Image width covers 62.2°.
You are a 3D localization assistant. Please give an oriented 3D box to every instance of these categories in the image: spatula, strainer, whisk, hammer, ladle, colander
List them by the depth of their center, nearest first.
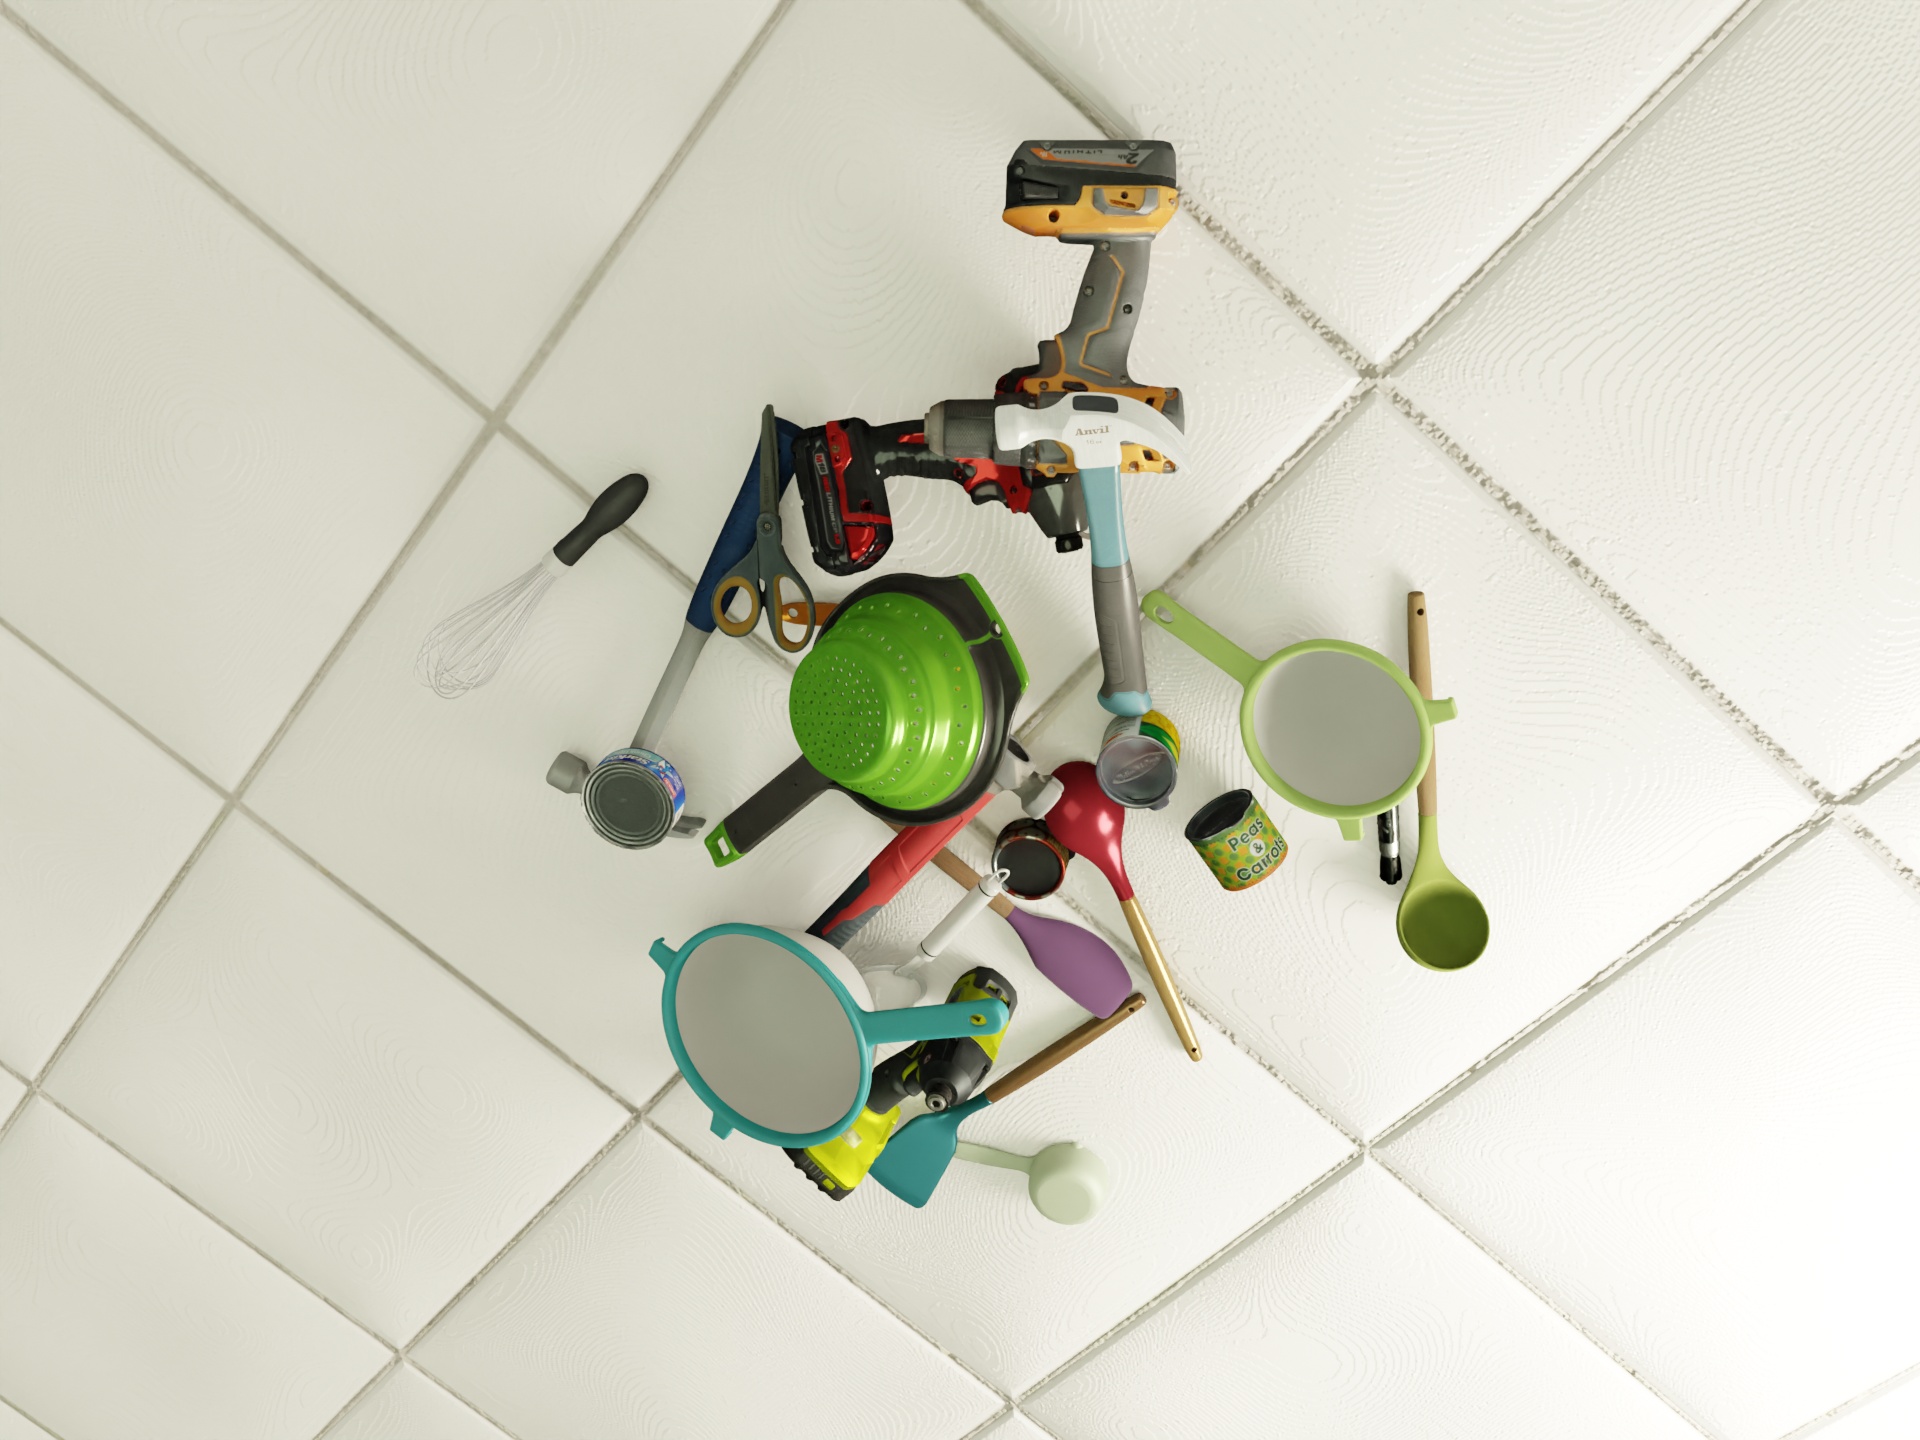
[{"bbox_3d":[0.110,-0.111,1.178,0.128,0.033,0.330,-4,142,8],"label":"hammer"},{"bbox_3d":[0.259,-0.033,1.260,0.256,0.069,0.151,36,126,13],"label":"strainer"},{"bbox_3d":[0.378,0.053,1.272,0.078,0.062,0.320,-12,110,-9],"label":"ladle"},{"bbox_3d":[-0.119,0.028,1.299,0.397,0.094,0.205,-38,74,36],"label":"colander"},{"bbox_3d":[-0.363,-0.114,1.347,0.284,0.070,0.070,-40,102,20],"label":"whisk"},{"bbox_3d":[-0.219,-0.070,1.347,0.144,0.035,0.405,29,116,-2],"label":"hammer"},{"bbox_3d":[-0.096,0.248,1.363,0.340,0.095,0.211,-11,102,29],"label":"strainer"},{"bbox_3d":[0.152,0.174,1.385,0.069,0.031,0.315,-27,111,-4],"label":"ladle"},{"bbox_3d":[-0.083,0.132,1.393,0.143,0.038,0.386,41,120,-5],"label":"hammer"},{"bbox_3d":[0.025,0.152,1.407,0.316,0.018,0.060,39,96,-6],"label":"spatula"},{"bbox_3d":[-0.035,0.211,1.416,0.086,0.050,0.258,22,126,-29],"label":"strainer"},{"bbox_3d":[0.048,0.345,1.474,0.317,0.044,0.082,-38,112,21],"label":"spatula"}]

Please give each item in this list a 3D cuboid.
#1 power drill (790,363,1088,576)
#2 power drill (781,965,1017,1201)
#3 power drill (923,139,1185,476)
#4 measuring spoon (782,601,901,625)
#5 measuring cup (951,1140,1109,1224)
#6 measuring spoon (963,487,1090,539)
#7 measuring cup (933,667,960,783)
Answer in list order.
[{"bbox_3d":[-0.007,-0.181,1.214,0.219,0.078,0.143,-11,93,12],"label":"power drill"},{"bbox_3d":[-0.053,0.329,1.422,0.080,0.171,0.223,45,118,-6],"label":"power drill"},{"bbox_3d":[0.067,-0.286,1.125,0.185,0.084,0.226,0,98,2],"label":"power drill"},{"bbox_3d":[-0.098,-0.090,1.329,0.117,0.011,0.021,2,116,15],"label":"measuring spoon"},{"bbox_3d":[0.058,0.435,1.518,0.167,0.038,0.083,12,116,7],"label":"measuring cup"},{"bbox_3d":[0.056,-0.170,1.253,0.124,0.018,0.034,25,116,2],"label":"measuring spoon"},{"bbox_3d":[-0.002,-0.004,1.344,0.062,0.029,0.156,26,128,-1],"label":"measuring cup"}]
